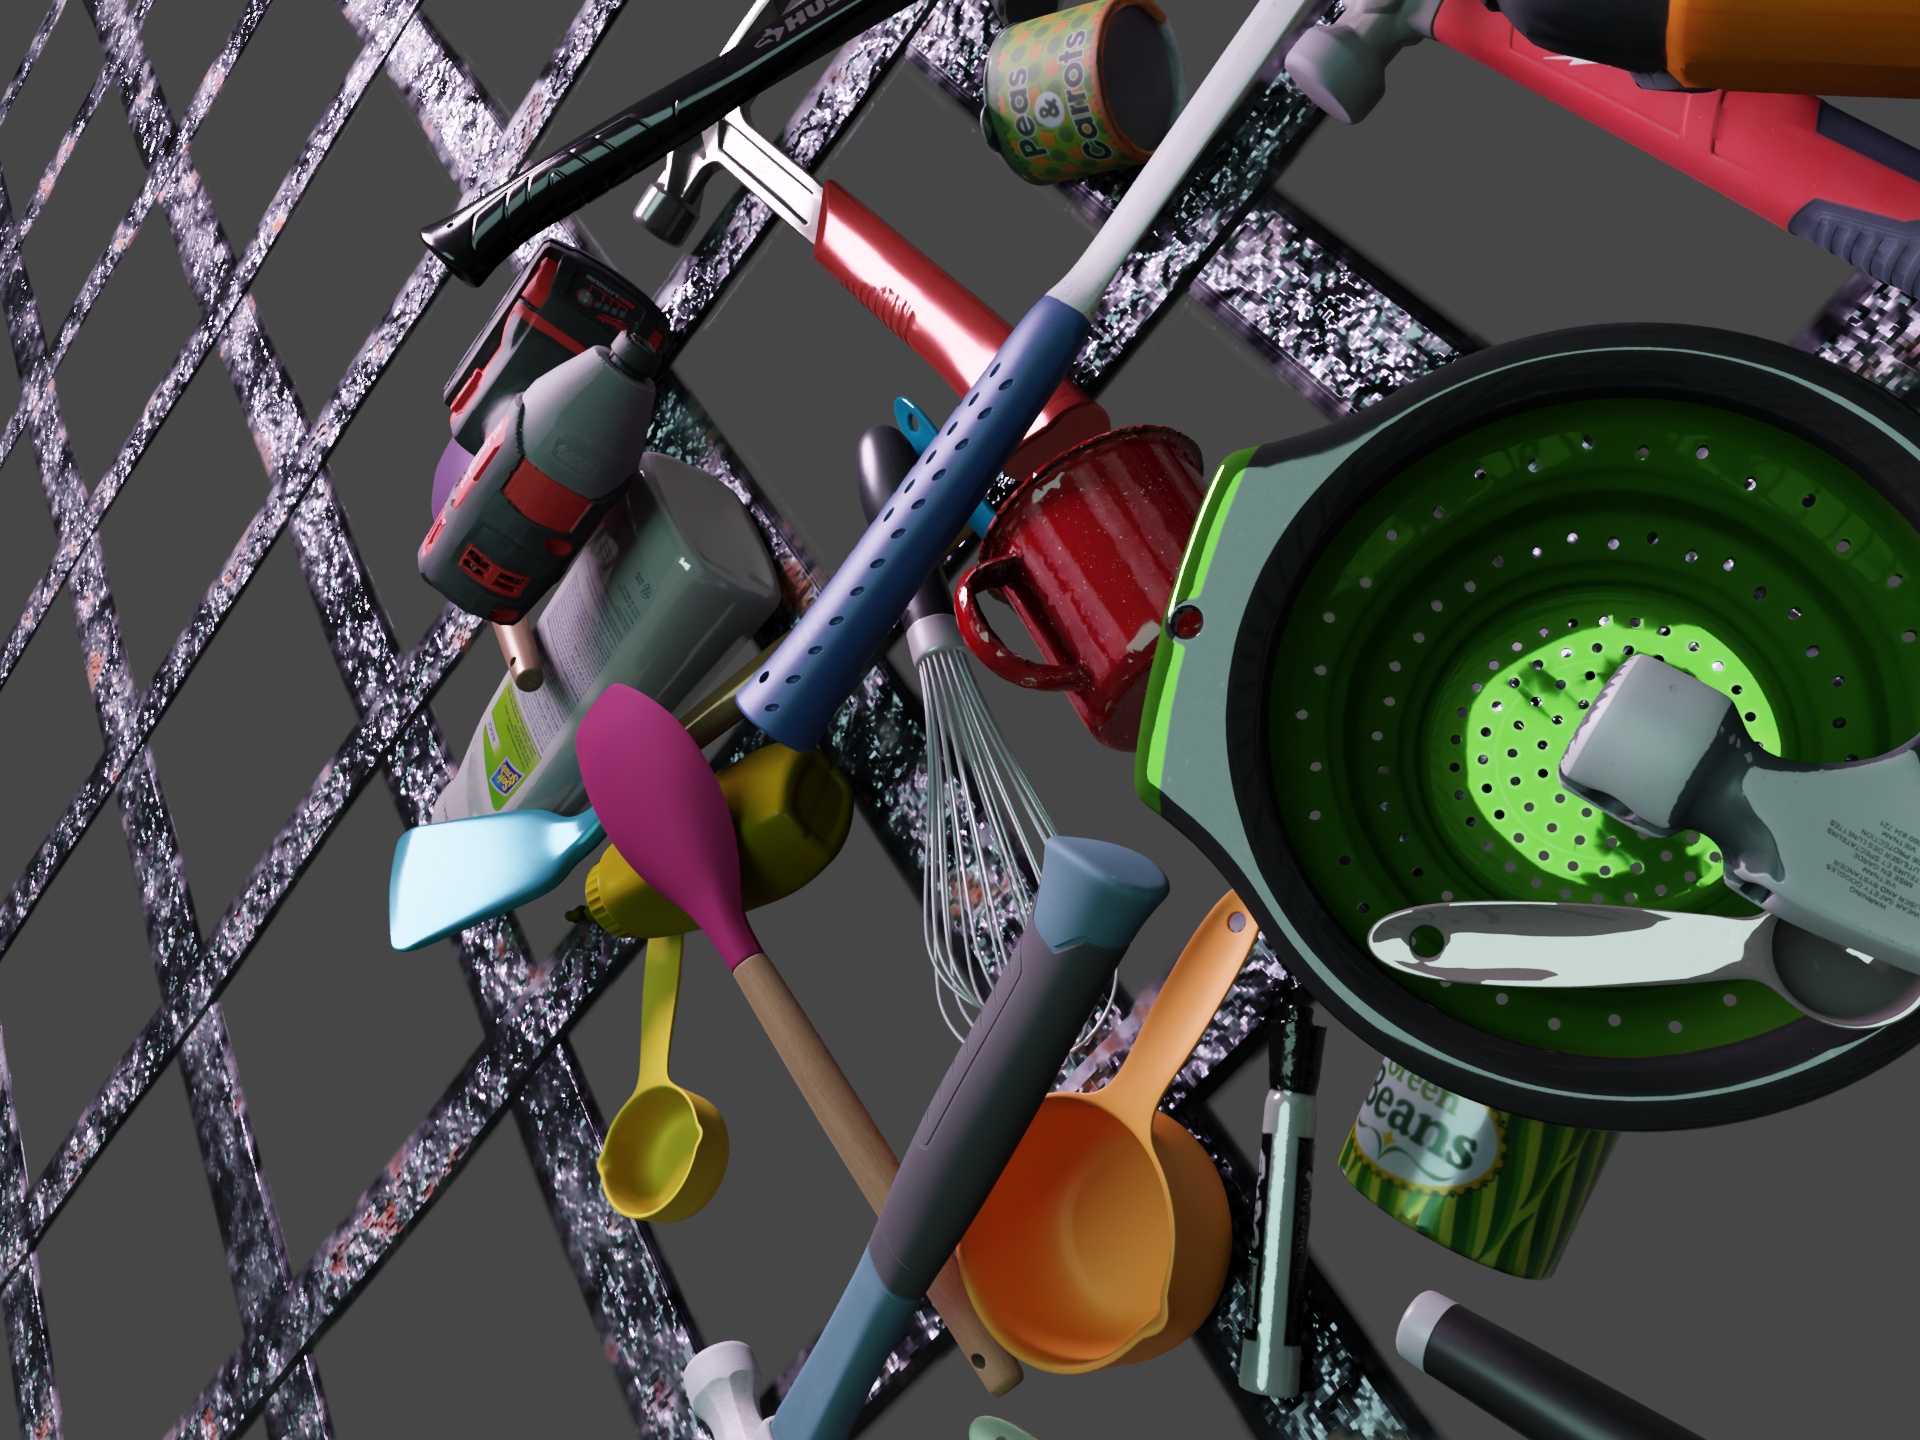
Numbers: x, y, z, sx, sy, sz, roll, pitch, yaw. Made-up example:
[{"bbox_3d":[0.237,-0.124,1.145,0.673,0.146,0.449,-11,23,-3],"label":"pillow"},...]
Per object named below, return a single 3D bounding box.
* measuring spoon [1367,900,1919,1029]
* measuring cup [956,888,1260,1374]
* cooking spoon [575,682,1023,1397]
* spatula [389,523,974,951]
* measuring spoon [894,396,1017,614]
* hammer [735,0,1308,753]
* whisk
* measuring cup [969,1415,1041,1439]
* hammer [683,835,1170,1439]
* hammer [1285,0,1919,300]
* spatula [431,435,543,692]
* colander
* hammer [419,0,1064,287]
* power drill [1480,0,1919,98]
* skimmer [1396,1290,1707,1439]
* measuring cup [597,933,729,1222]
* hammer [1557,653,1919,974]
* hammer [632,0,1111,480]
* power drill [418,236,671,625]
[{"bbox_3d":[0.160,0.053,0.378,0.124,0.018,0.034,-3,84,29],"label":"measuring spoon"},{"bbox_3d":[0.067,0.134,0.531,0.095,0.052,0.173,32,96,41],"label":"measuring cup"},{"bbox_3d":[-0.069,0.115,0.618,0.068,0.017,0.319,-48,67,29],"label":"cooking spoon"},{"bbox_3d":[-0.122,-0.002,0.701,0.317,0.044,0.082,-37,37,12],"label":"spatula"},{"bbox_3d":[0.011,-0.093,0.657,0.129,0.021,0.042,56,147,29],"label":"measuring spoon"},{"bbox_3d":[0.048,-0.158,0.580,0.405,0.035,0.144,-54,41,7],"label":"hammer"},{"bbox_3d":[-0.001,-0.002,0.613,0.070,0.070,0.285,-32,59,29],"label":"whisk"},{"bbox_3d":[0.072,0.262,0.497,0.168,0.038,0.083,16,87,43],"label":"measuring cup"},{"bbox_3d":[-0.017,0.172,0.532,0.128,0.033,0.331,55,129,46],"label":"hammer"},{"bbox_3d":[0.265,-0.177,0.474,0.143,0.038,0.387,-50,51,15],"label":"hammer"},{"bbox_3d":[-0.255,-0.092,0.849,0.059,0.018,0.316,-56,35,13],"label":"spatula"},{"bbox_3d":[0.248,0.023,0.404,0.397,0.094,0.204,14,87,23],"label":"colander"},{"bbox_3d":[-0.120,-0.309,0.770,0.335,0.035,0.146,-27,57,11],"label":"hammer"},{"bbox_3d":[0.226,-0.237,0.413,0.164,0.084,0.227,14,53,26],"label":"power drill"},{"bbox_3d":[0.235,0.238,0.333,0.364,0.090,0.127,23,123,44],"label":"skimmer"},{"bbox_3d":[-0.127,0.146,0.711,0.062,0.029,0.157,-23,51,28],"label":"measuring cup"},{"bbox_3d":[0.306,-0.115,0.353,0.149,0.036,0.409,32,82,21],"label":"hammer"},{"bbox_3d":[-0.039,-0.225,0.742,0.149,0.036,0.359,-53,50,14],"label":"hammer"},{"bbox_3d":[-0.194,-0.149,0.765,0.143,0.078,0.220,-50,28,17],"label":"power drill"}]
